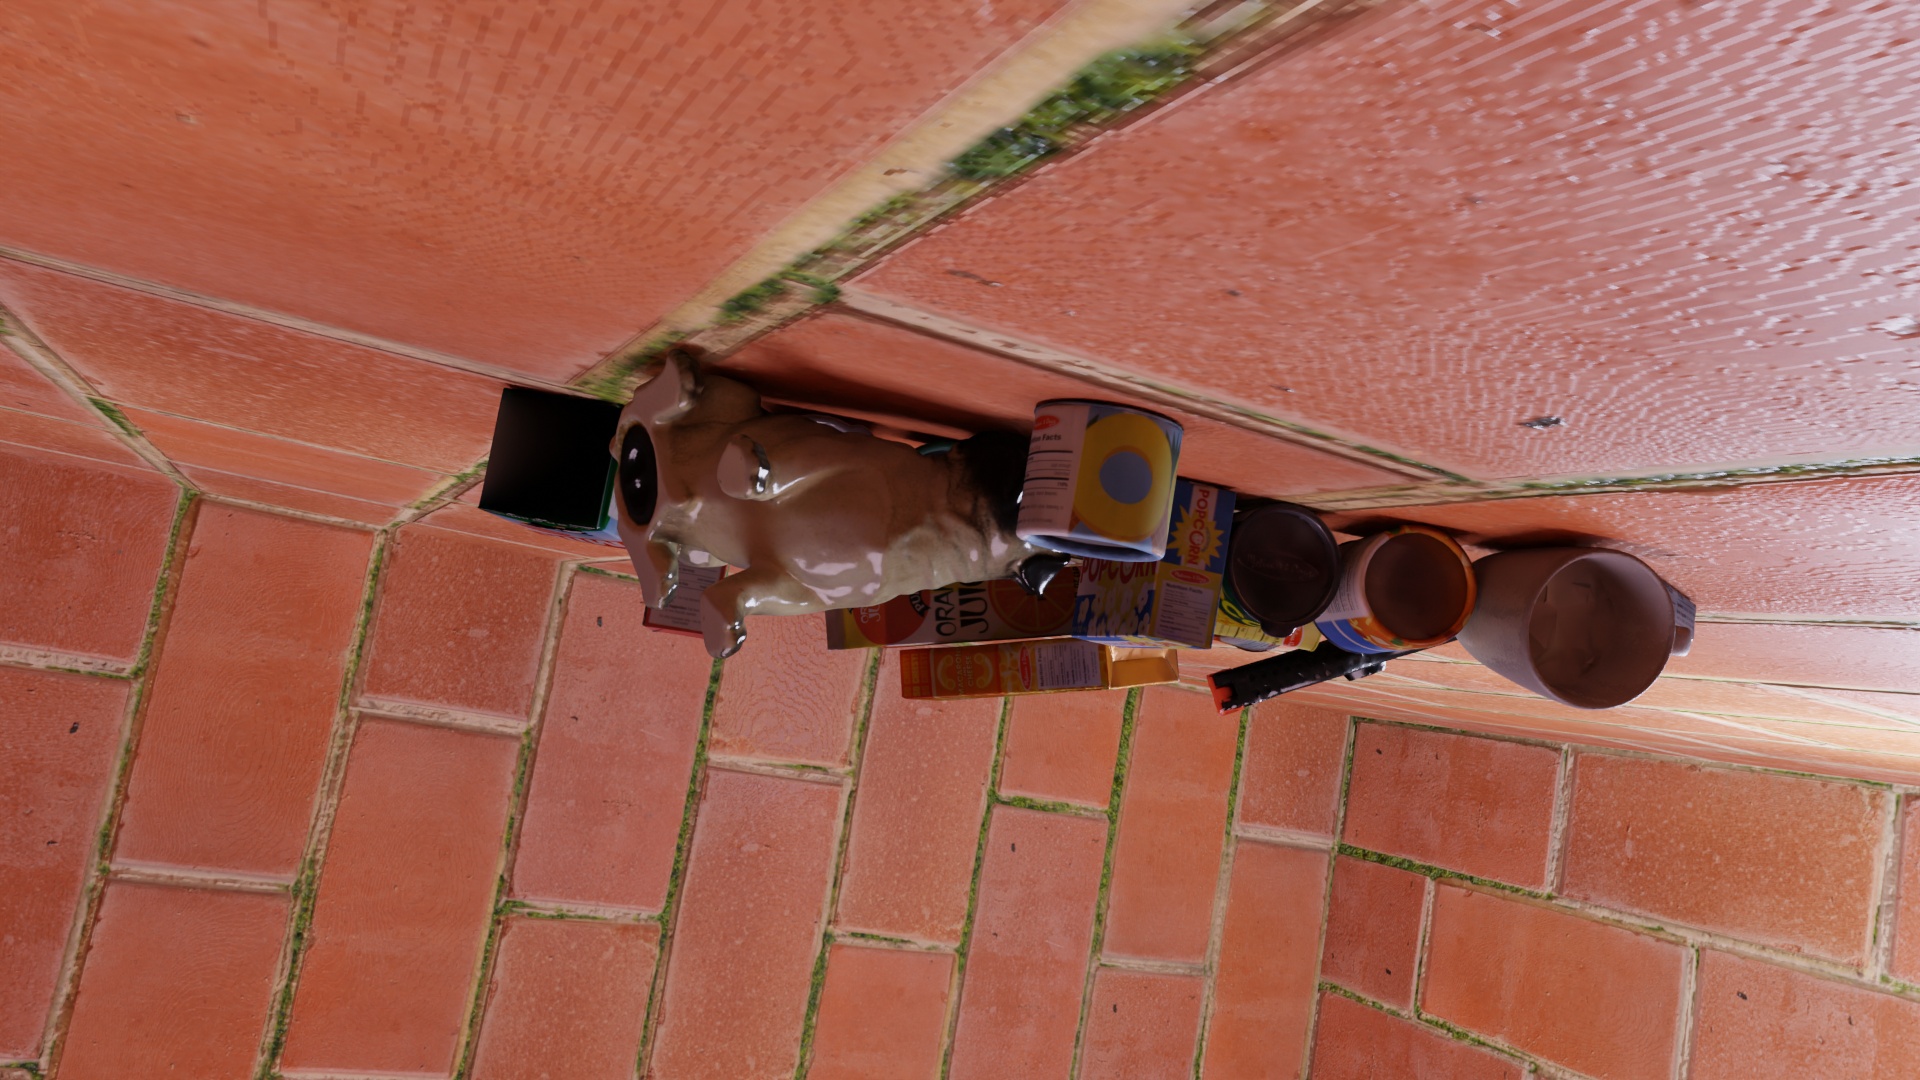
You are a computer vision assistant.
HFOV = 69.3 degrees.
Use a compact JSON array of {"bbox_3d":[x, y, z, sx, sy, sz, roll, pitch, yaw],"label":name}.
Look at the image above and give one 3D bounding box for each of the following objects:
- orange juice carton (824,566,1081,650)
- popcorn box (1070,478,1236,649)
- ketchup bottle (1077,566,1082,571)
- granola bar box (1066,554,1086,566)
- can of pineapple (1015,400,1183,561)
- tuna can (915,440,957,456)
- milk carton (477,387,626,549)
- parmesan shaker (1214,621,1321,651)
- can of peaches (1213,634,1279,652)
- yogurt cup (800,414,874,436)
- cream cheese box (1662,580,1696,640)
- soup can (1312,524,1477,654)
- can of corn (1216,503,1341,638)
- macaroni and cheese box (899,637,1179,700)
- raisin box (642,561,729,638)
[{"bbox_3d":[-0.005,0.041,1.033,0.193,0.072,0.073,-3,174,-5],"label":"orange juice carton"},{"bbox_3d":[0.104,0.016,0.770,0.038,0.085,0.126,13,173,-13],"label":"popcorn box"},{"bbox_3d":[0.129,0.021,0.964,0.065,0.043,0.149,14,176,22],"label":"ketchup bottle"},{"bbox_3d":[0.003,-0.011,0.892,0.124,0.039,0.165,13,173,-22],"label":"granola bar box"},{"bbox_3d":[0.062,-0.024,0.605,0.071,0.058,0.071,10,173,1],"label":"can of pineapple"},{"bbox_3d":[-0.007,-0.020,0.731,0.071,0.071,0.033,11,172,-8],"label":"tuna can"},{"bbox_3d":[-0.236,-0.037,0.879,0.072,0.073,0.190,10,174,-1],"label":"milk carton"},{"bbox_3d":[0.169,0.024,0.845,0.103,0.071,0.071,10,173,6],"label":"parmesan shaker"},{"bbox_3d":[0.185,0.036,0.922,0.071,0.071,0.058,5,172,35],"label":"can of peaches"},{"bbox_3d":[-0.077,-0.032,0.736,0.072,0.072,0.054,11,-179,-5],"label":"yogurt cup"},{"bbox_3d":[0.386,0.038,0.804,0.053,0.024,0.104,5,172,40],"label":"cream cheese box"},{"bbox_3d":[0.237,0.029,0.761,0.071,0.071,0.083,10,173,-2],"label":"soup can"},{"bbox_3d":[0.163,0.017,0.757,0.071,0.071,0.058,12,174,-13],"label":"can of corn"},{"bbox_3d":[0.058,0.092,1.013,0.166,0.040,0.124,-7,173,31],"label":"macaroni and cheese box"},{"bbox_3d":[-0.139,-0.010,0.745,0.040,0.123,0.086,10,173,-7],"label":"raisin box"}]
